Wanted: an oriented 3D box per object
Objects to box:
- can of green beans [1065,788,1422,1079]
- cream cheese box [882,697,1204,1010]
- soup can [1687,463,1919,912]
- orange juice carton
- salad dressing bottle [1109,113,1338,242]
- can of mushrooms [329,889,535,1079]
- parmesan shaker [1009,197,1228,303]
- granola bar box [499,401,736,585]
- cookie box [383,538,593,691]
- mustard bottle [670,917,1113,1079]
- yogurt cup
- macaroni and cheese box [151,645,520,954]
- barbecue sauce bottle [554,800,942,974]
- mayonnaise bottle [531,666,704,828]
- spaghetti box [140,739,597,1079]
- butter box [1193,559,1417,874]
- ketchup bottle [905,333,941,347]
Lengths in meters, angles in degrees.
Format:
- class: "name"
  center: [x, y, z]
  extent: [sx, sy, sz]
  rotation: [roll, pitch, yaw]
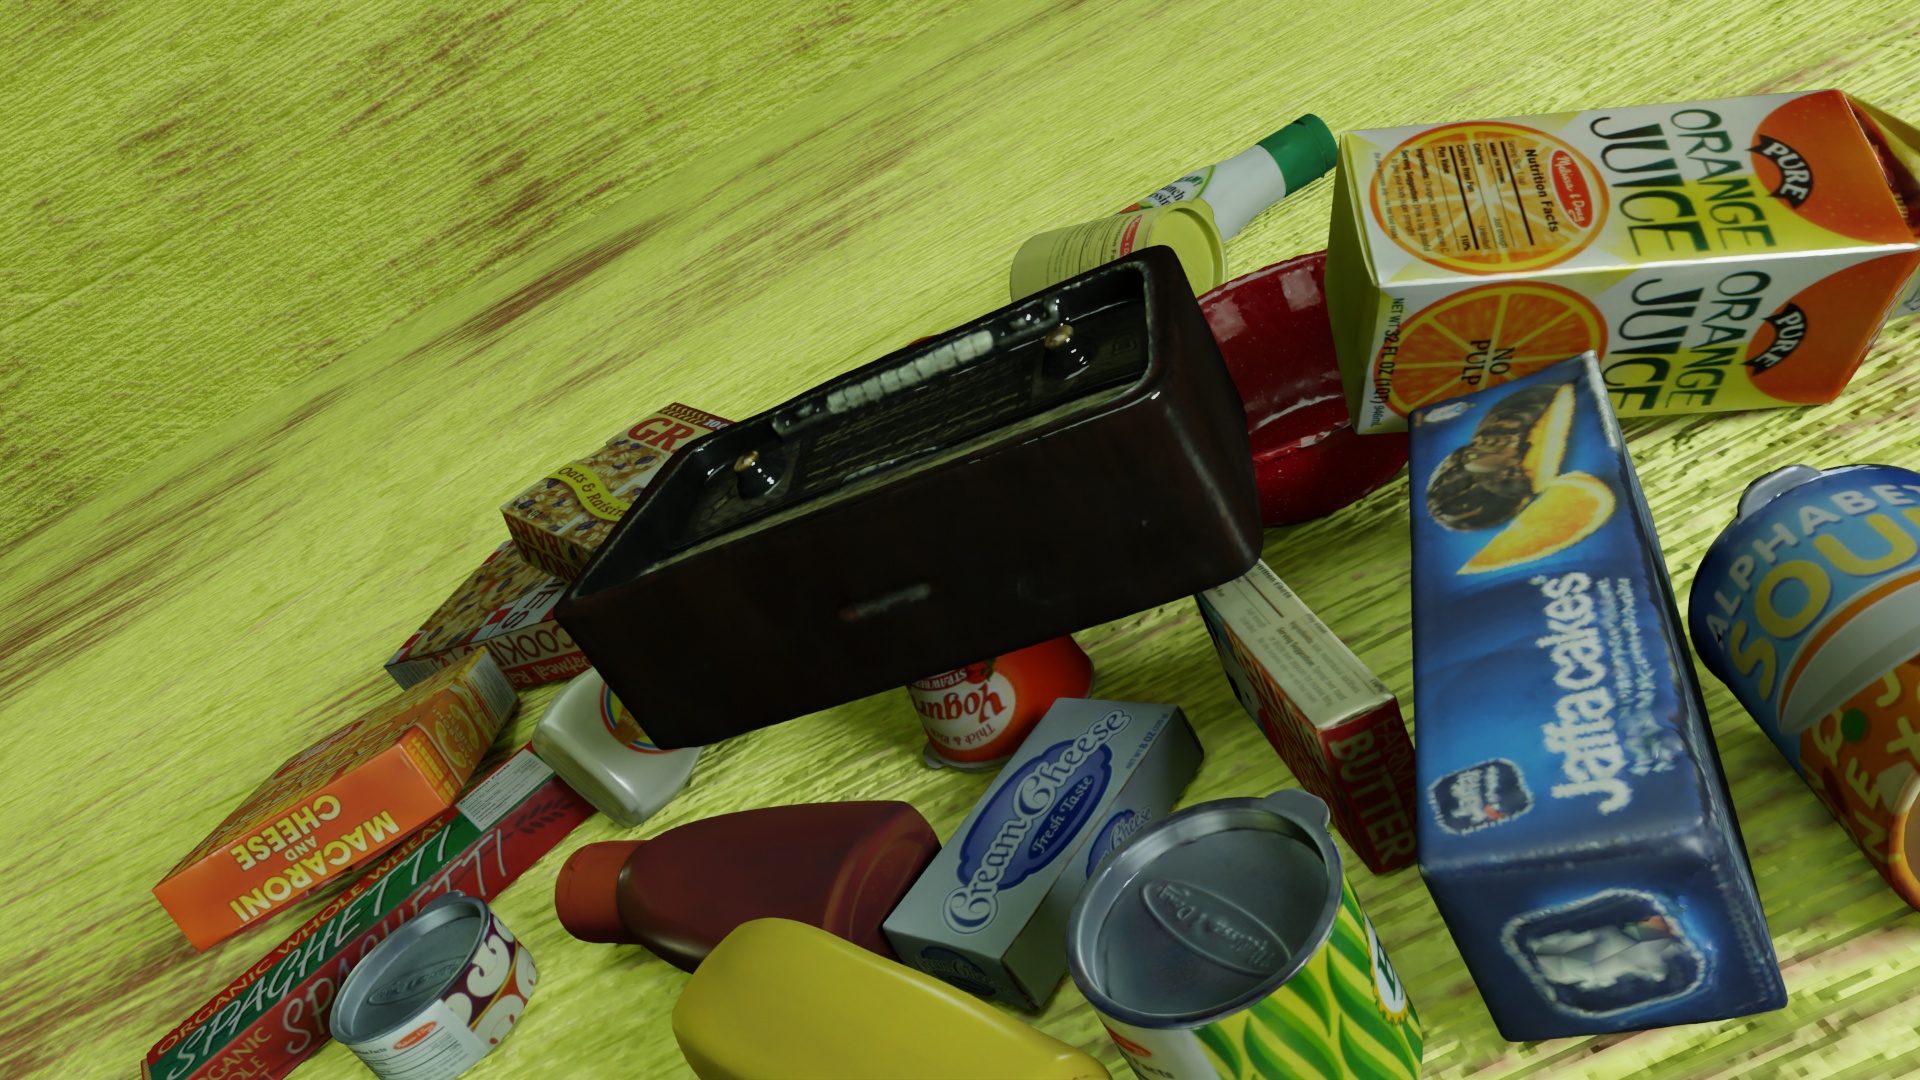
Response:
- class: "can of green beans"
  center: [0.066, 0.104, 0.323]
  extent: [0.071, 0.057, 0.071]
  rotation: [-24, 25, 12]
- class: "cream cheese box"
  center: [0.027, 0.092, 0.428]
  extent: [0.053, 0.024, 0.104]
  rotation: [-3, 35, 46]
- class: "soup can"
  center: [0.206, 0.029, 0.297]
  extent: [0.071, 0.071, 0.084]
  rotation: [-24, 25, 13]
- class: "orange juice carton"
  center: [0.220, -0.089, 0.440]
  extent: [0.193, 0.071, 0.073]
  rotation: [-3, 55, 7]
- class: "salad dressing bottle"
  center: [0.152, -0.201, 0.823]
  extent: [0.148, 0.044, 0.064]
  rotation: [-30, 26, -1]
- class: "can of mushrooms"
  center: [-0.193, 0.166, 0.515]
  extent: [0.071, 0.033, 0.071]
  rotation: [-25, 25, 13]
- class: "parmesan shaker"
  center: [0.086, -0.147, 0.762]
  extent: [0.103, 0.071, 0.071]
  rotation: [1, 39, 49]
- class: "granola bar box"
  center: [-0.142, -0.014, 0.725]
  extent: [0.166, 0.039, 0.125]
  rotation: [19, 45, 38]
- class: "cookie box"
  center: [-0.233, 0.033, 0.802]
  extent: [0.167, 0.040, 0.123]
  rotation: [-14, 29, 32]
- class: "mustard bottle"
  center: [-0.003, 0.137, 0.334]
  extent: [0.160, 0.065, 0.049]
  rotation: [5, 47, 43]
- class: "yogurt cup"
  center: [0.008, 0.042, 0.507]
  extent: [0.072, 0.053, 0.073]
  rotation: [-24, 25, 12]
- class: "macaroni and cheese box"
  center: [-0.287, 0.117, 0.665]
  extent: [0.124, 0.040, 0.167]
  rotation: [-31, 13, -1]
- class: "barbecue sauce bottle"
  center: [-0.078, 0.119, 0.468]
  extent: [0.148, 0.043, 0.065]
  rotation: [-10, 31, 37]
- class: "mayonnaise bottle"
  center: [-0.113, 0.052, 0.606]
  extent: [0.149, 0.065, 0.041]
  rotation: [-49, -1, -34]
- class: "spaghetti box"
  center: [-0.226, 0.146, 0.592]
  extent: [0.251, 0.028, 0.050]
  rotation: [-41, 27, -24]
- class: "butter box"
  center: [0.100, 0.045, 0.404]
  extent: [0.024, 0.053, 0.104]
  rotation: [-27, 25, 0]
- class: "ketchup bottle"
  center: [0.029, -0.097, 0.760]
  extent: [0.148, 0.043, 0.065]
  rotation: [-3, 31, 44]
